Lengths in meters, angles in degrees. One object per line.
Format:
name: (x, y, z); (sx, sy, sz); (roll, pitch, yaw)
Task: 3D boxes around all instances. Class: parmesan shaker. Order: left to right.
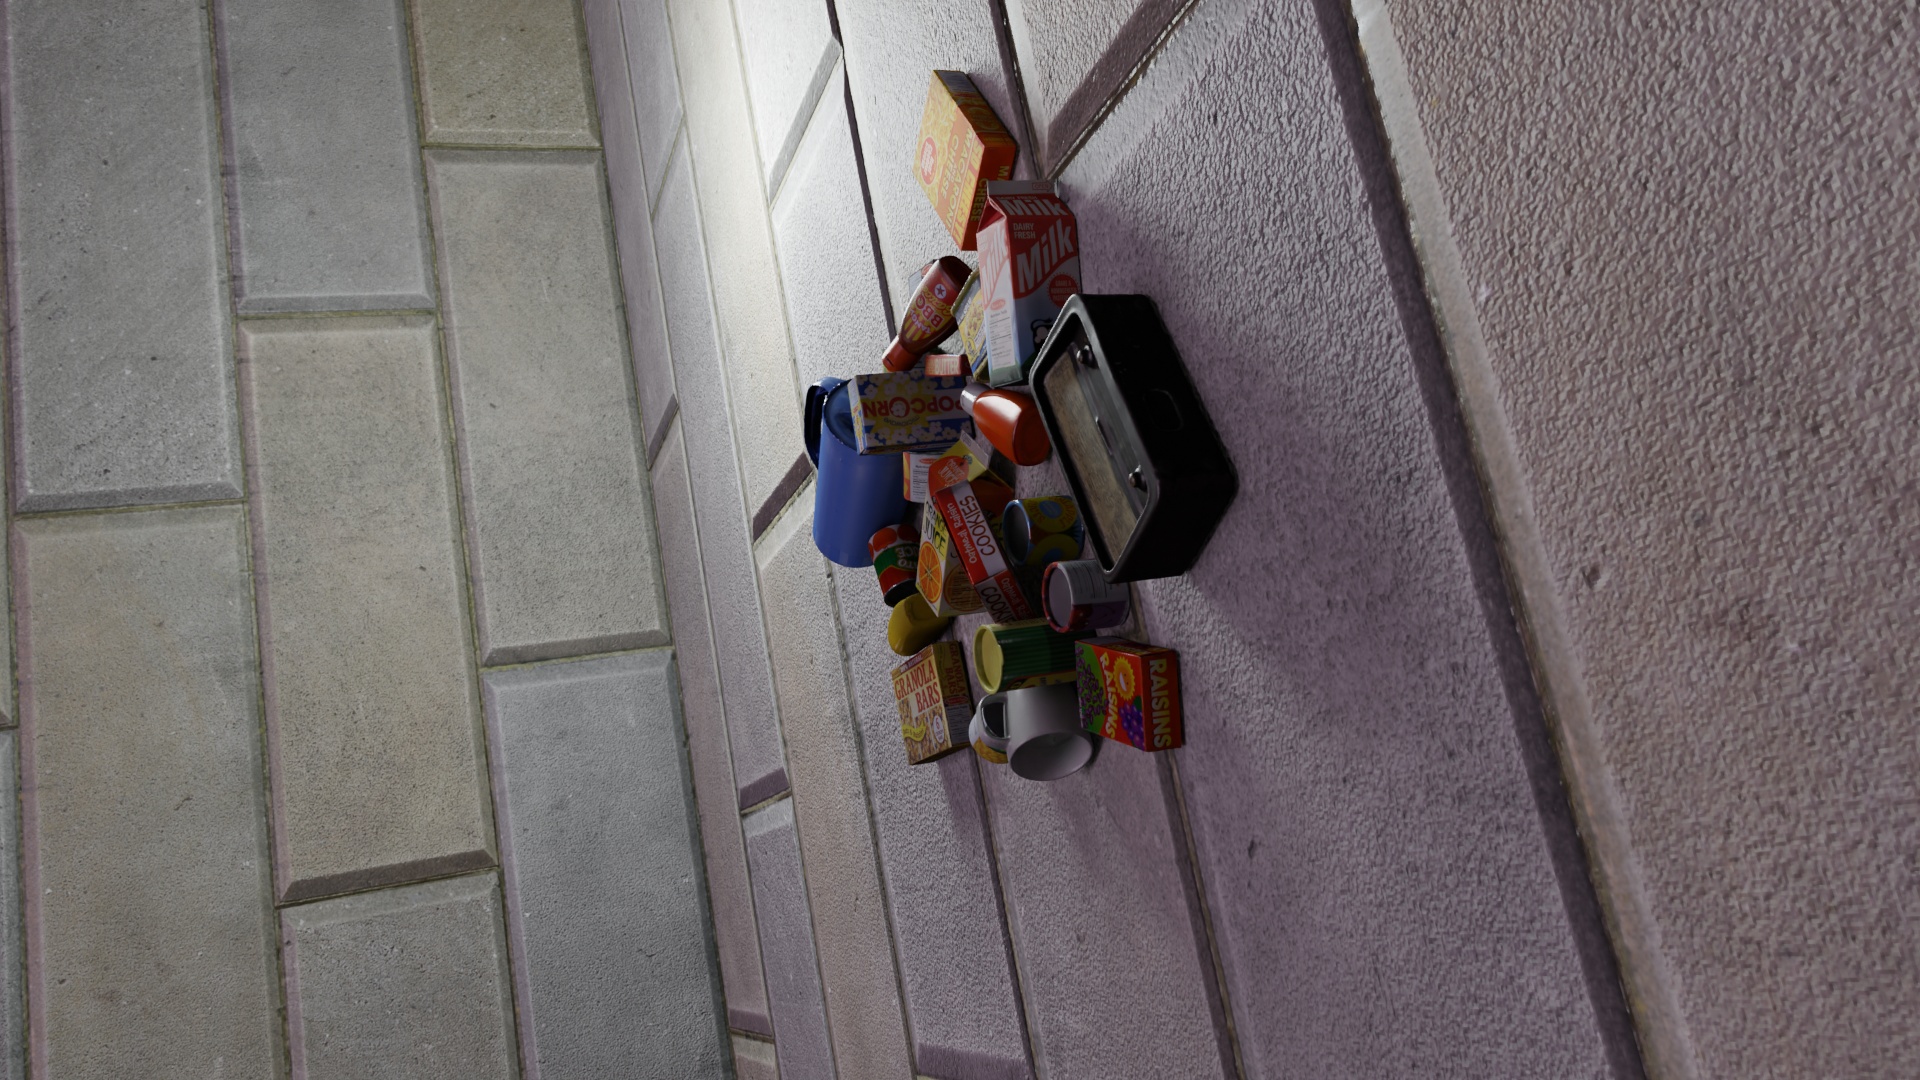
parmesan shaker: (0.073, 0.107, 1.327); (0.071, 0.103, 0.071); (175, 89, -68)

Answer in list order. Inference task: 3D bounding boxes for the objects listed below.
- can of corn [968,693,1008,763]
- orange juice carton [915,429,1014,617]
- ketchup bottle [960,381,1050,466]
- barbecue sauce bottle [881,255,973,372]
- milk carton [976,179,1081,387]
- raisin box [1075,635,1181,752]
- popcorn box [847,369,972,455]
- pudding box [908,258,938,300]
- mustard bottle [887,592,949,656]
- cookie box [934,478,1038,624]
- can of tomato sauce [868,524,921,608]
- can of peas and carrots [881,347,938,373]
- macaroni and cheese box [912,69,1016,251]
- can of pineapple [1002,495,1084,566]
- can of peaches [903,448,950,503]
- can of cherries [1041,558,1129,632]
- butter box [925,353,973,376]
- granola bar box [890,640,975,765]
can of corn: (0.049, 0.195, 1.458); (0.058, 0.071, 0.071); (117, 141, -54)
orange juice carton: (0.005, -0.019, 1.500); (0.072, 0.073, 0.191); (-129, 40, -53)
ketchup bottle: (0.043, -0.127, 1.422); (0.149, 0.043, 0.064); (-137, 47, -58)
barbecue sauce bottle: (-0.035, -0.241, 1.526); (0.065, 0.044, 0.147); (53, 130, 12)
milk carton: (0.065, -0.244, 1.306); (0.073, 0.072, 0.190); (178, 85, -67)
raisin box: (0.149, 0.135, 1.236); (0.123, 0.040, 0.086); (-174, 80, -68)
popcorn box: (-0.055, -0.144, 1.547); (0.038, 0.127, 0.085); (145, 117, -69)
pudding box: (-0.030, -0.286, 1.580); (0.083, 0.030, 0.049); (169, 96, -67)
mustard bottle: (-0.060, 0.109, 1.704); (0.159, 0.065, 0.049); (124, 131, -63)
cookie box: (0.033, 0.034, 1.383); (0.123, 0.040, 0.166); (66, -176, 38)
can of tomato sauce: (-0.071, 0.030, 1.708); (0.070, 0.071, 0.083); (114, 144, -50)
can of peas and carrots: (-0.058, -0.197, 1.623); (0.071, 0.071, 0.058); (-160, 66, -65)
macaroni and cheese box: (0.002, -0.401, 1.462); (0.167, 0.040, 0.123); (-116, 30, -41)
can of pineapple: (0.080, -0.011, 1.342); (0.071, 0.058, 0.071); (176, 89, -67)
can of peaches: (-0.032, -0.077, 1.590); (0.071, 0.071, 0.058); (-152, 59, -64)
can of cherries: (0.113, 0.052, 1.275); (0.071, 0.058, 0.071); (176, 89, -67)
butter box: (0.004, -0.188, 1.490); (0.103, 0.053, 0.024); (-165, 73, -66)
granola bar box: (-0.033, 0.200, 1.688); (0.165, 0.039, 0.124); (140, 121, -64)
